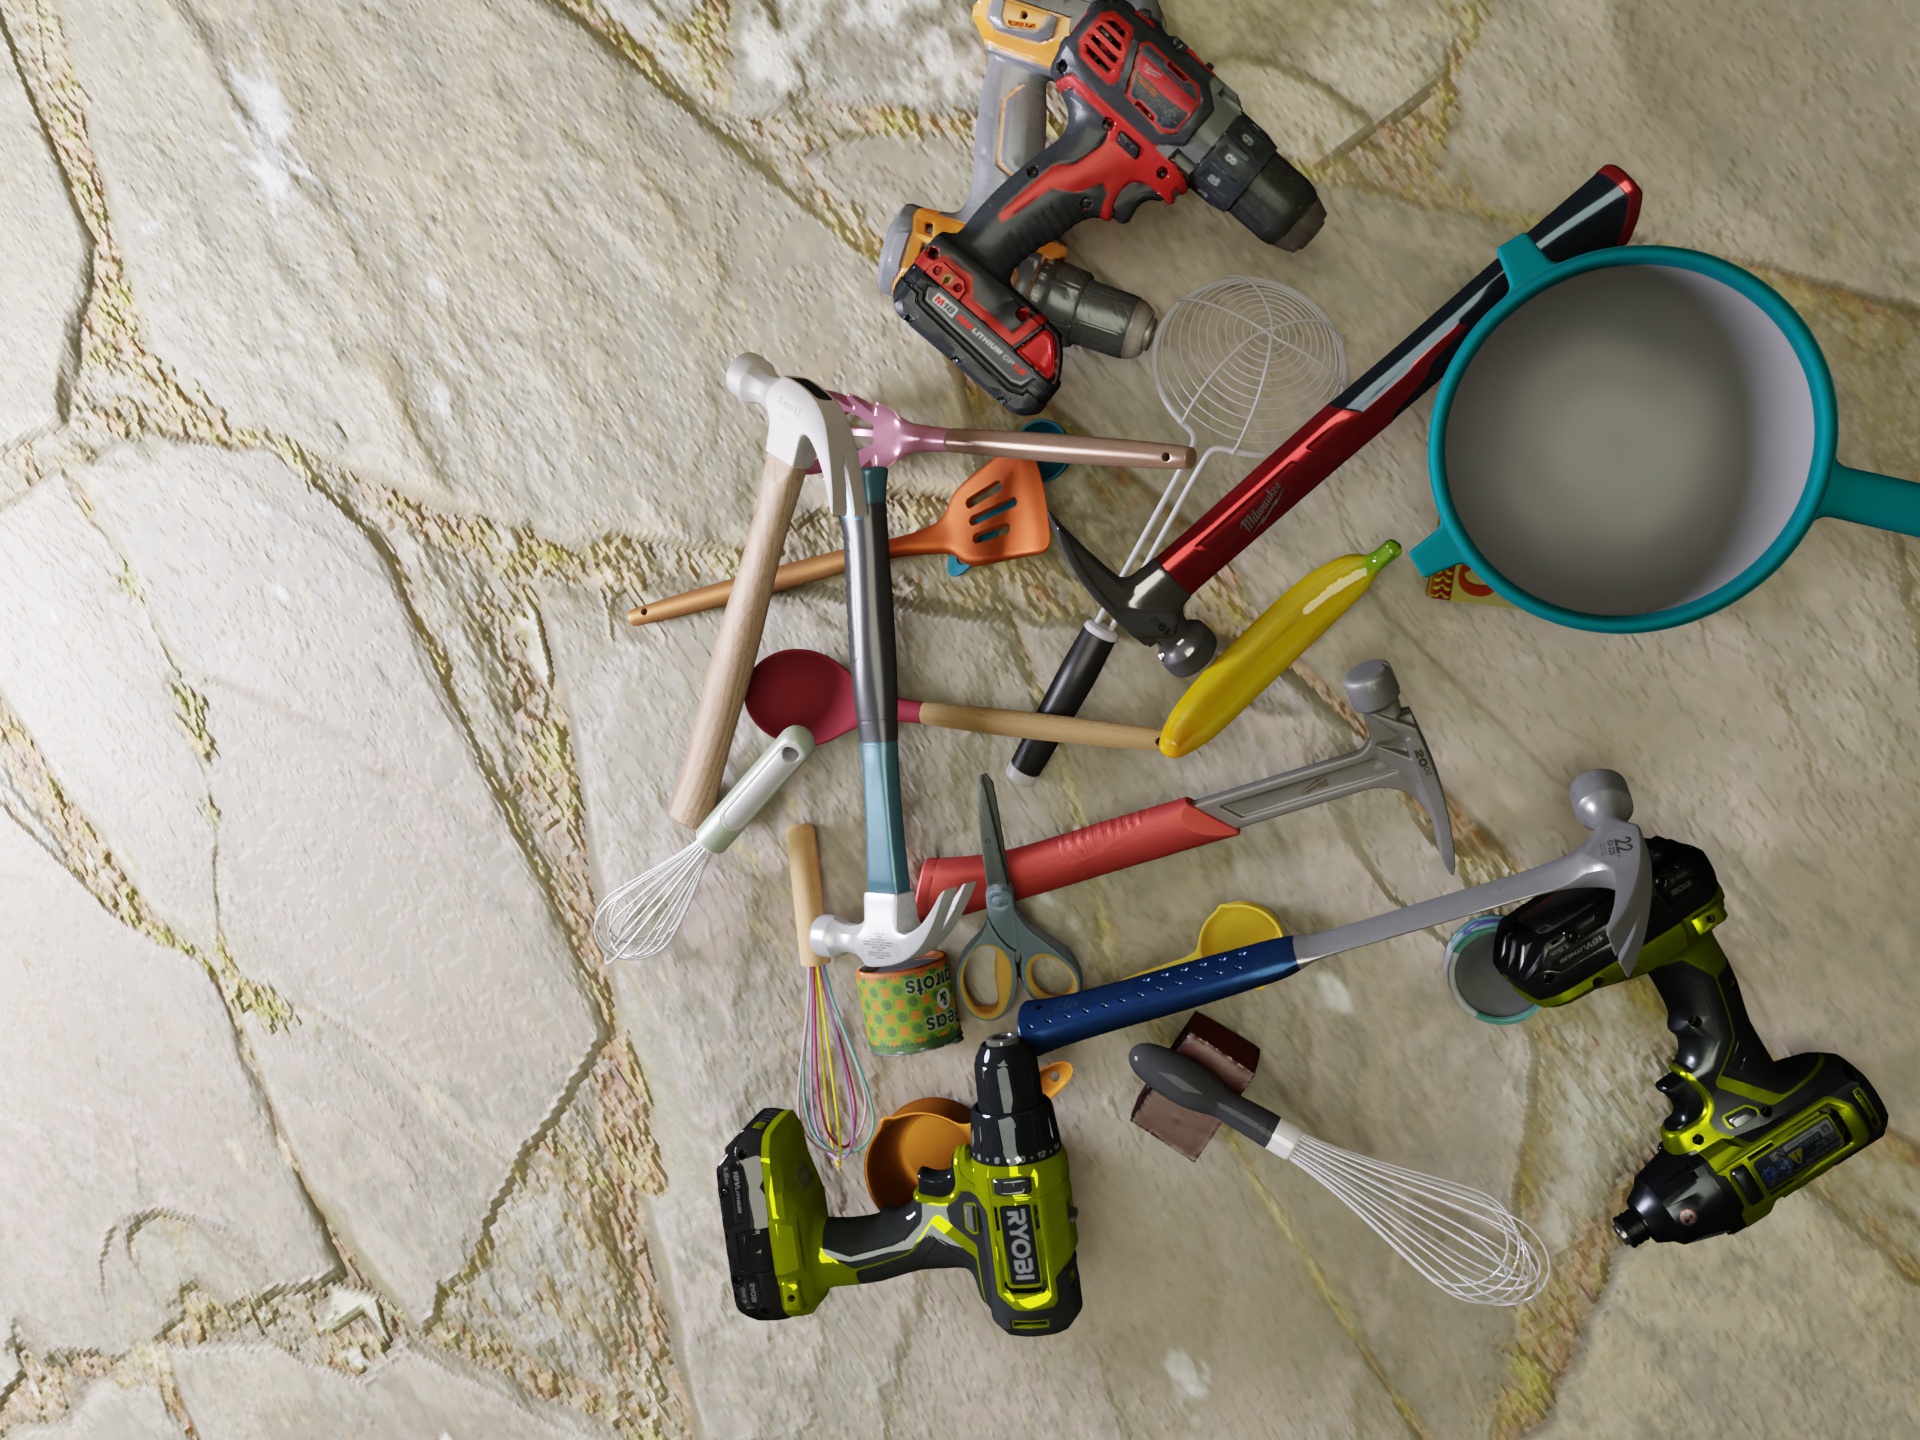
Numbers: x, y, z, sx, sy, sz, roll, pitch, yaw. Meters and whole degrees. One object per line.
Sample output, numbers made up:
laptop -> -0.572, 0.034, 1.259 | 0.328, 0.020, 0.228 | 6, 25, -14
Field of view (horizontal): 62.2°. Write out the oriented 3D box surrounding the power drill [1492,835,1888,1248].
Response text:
power drill -> 0.430, 0.199, 0.964 | 0.171, 0.080, 0.223 | -32, 94, 1

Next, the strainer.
strainer -> 0.436, -0.142, 0.903 | 0.340, 0.095, 0.211 | 15, 102, 8

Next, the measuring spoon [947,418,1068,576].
measuring spoon -> 0.033, -0.148, 1.082 | 0.042, 0.021, 0.128 | 46, 113, 18

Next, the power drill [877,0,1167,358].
power drill -> 0.064, -0.354, 1.022 | 0.185, 0.084, 0.226 | 22, 104, 8

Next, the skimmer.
skimmer -> 0.127, -0.117, 1.053 | 0.127, 0.090, 0.363 | 29, 111, 4

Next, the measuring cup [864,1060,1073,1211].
measuring cup -> 0.013, 0.283, 1.106 | 0.173, 0.052, 0.095 | -39, 86, 12

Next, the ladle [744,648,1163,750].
ladle -> -0.002, -0.003, 1.072 | 0.315, 0.031, 0.069 | 7, 102, 22

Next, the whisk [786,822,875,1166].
whisk -> -0.098, 0.195, 1.129 | 0.051, 0.047, 0.245 | -7, 90, 15

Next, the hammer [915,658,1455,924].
hammer -> 0.136, 0.081, 1.055 | 0.359, 0.037, 0.149 | -19, 110, 19

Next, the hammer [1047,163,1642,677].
hammer -> 0.232, -0.195, 0.953 | 0.386, 0.038, 0.143 | -42, 118, 14

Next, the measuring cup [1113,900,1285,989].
measuring cup -> 0.147, 0.169, 1.077 | 0.156, 0.029, 0.062 | -27, 88, 19

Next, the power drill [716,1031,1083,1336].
power drill -> -0.038, 0.309, 1.055 | 0.228, 0.080, 0.190 | -7, 94, 12

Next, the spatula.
spatula -> -0.090, -0.112, 1.099 | 0.322, 0.041, 0.081 | -14, 78, 16

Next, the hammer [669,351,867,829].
hammer -> -0.144, -0.070, 1.080 | 0.130, 0.031, 0.331 | 36, 119, 33

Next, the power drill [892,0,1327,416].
power drill -> 0.089, -0.291, 0.962 | 0.188, 0.080, 0.226 | 39, 104, -6

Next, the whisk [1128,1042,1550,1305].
whisk -> 0.233, 0.278, 0.999 | 0.285, 0.070, 0.070 | 29, 101, 13

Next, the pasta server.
pasta server -> 0.010, -0.176, 1.010 | 0.316, 0.040, 0.060 | 13, 109, 40

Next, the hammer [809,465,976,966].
hammer -> -0.056, 0.000, 1.054 | 0.128, 0.033, 0.331 | 0, 96, 38

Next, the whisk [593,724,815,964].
whisk -> -0.180, 0.090, 1.115 | 0.057, 0.059, 0.246 | 36, 114, -15

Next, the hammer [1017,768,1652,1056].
hammer -> 0.219, 0.144, 0.985 | 0.405, 0.144, 0.035 | -21, 119, 23
